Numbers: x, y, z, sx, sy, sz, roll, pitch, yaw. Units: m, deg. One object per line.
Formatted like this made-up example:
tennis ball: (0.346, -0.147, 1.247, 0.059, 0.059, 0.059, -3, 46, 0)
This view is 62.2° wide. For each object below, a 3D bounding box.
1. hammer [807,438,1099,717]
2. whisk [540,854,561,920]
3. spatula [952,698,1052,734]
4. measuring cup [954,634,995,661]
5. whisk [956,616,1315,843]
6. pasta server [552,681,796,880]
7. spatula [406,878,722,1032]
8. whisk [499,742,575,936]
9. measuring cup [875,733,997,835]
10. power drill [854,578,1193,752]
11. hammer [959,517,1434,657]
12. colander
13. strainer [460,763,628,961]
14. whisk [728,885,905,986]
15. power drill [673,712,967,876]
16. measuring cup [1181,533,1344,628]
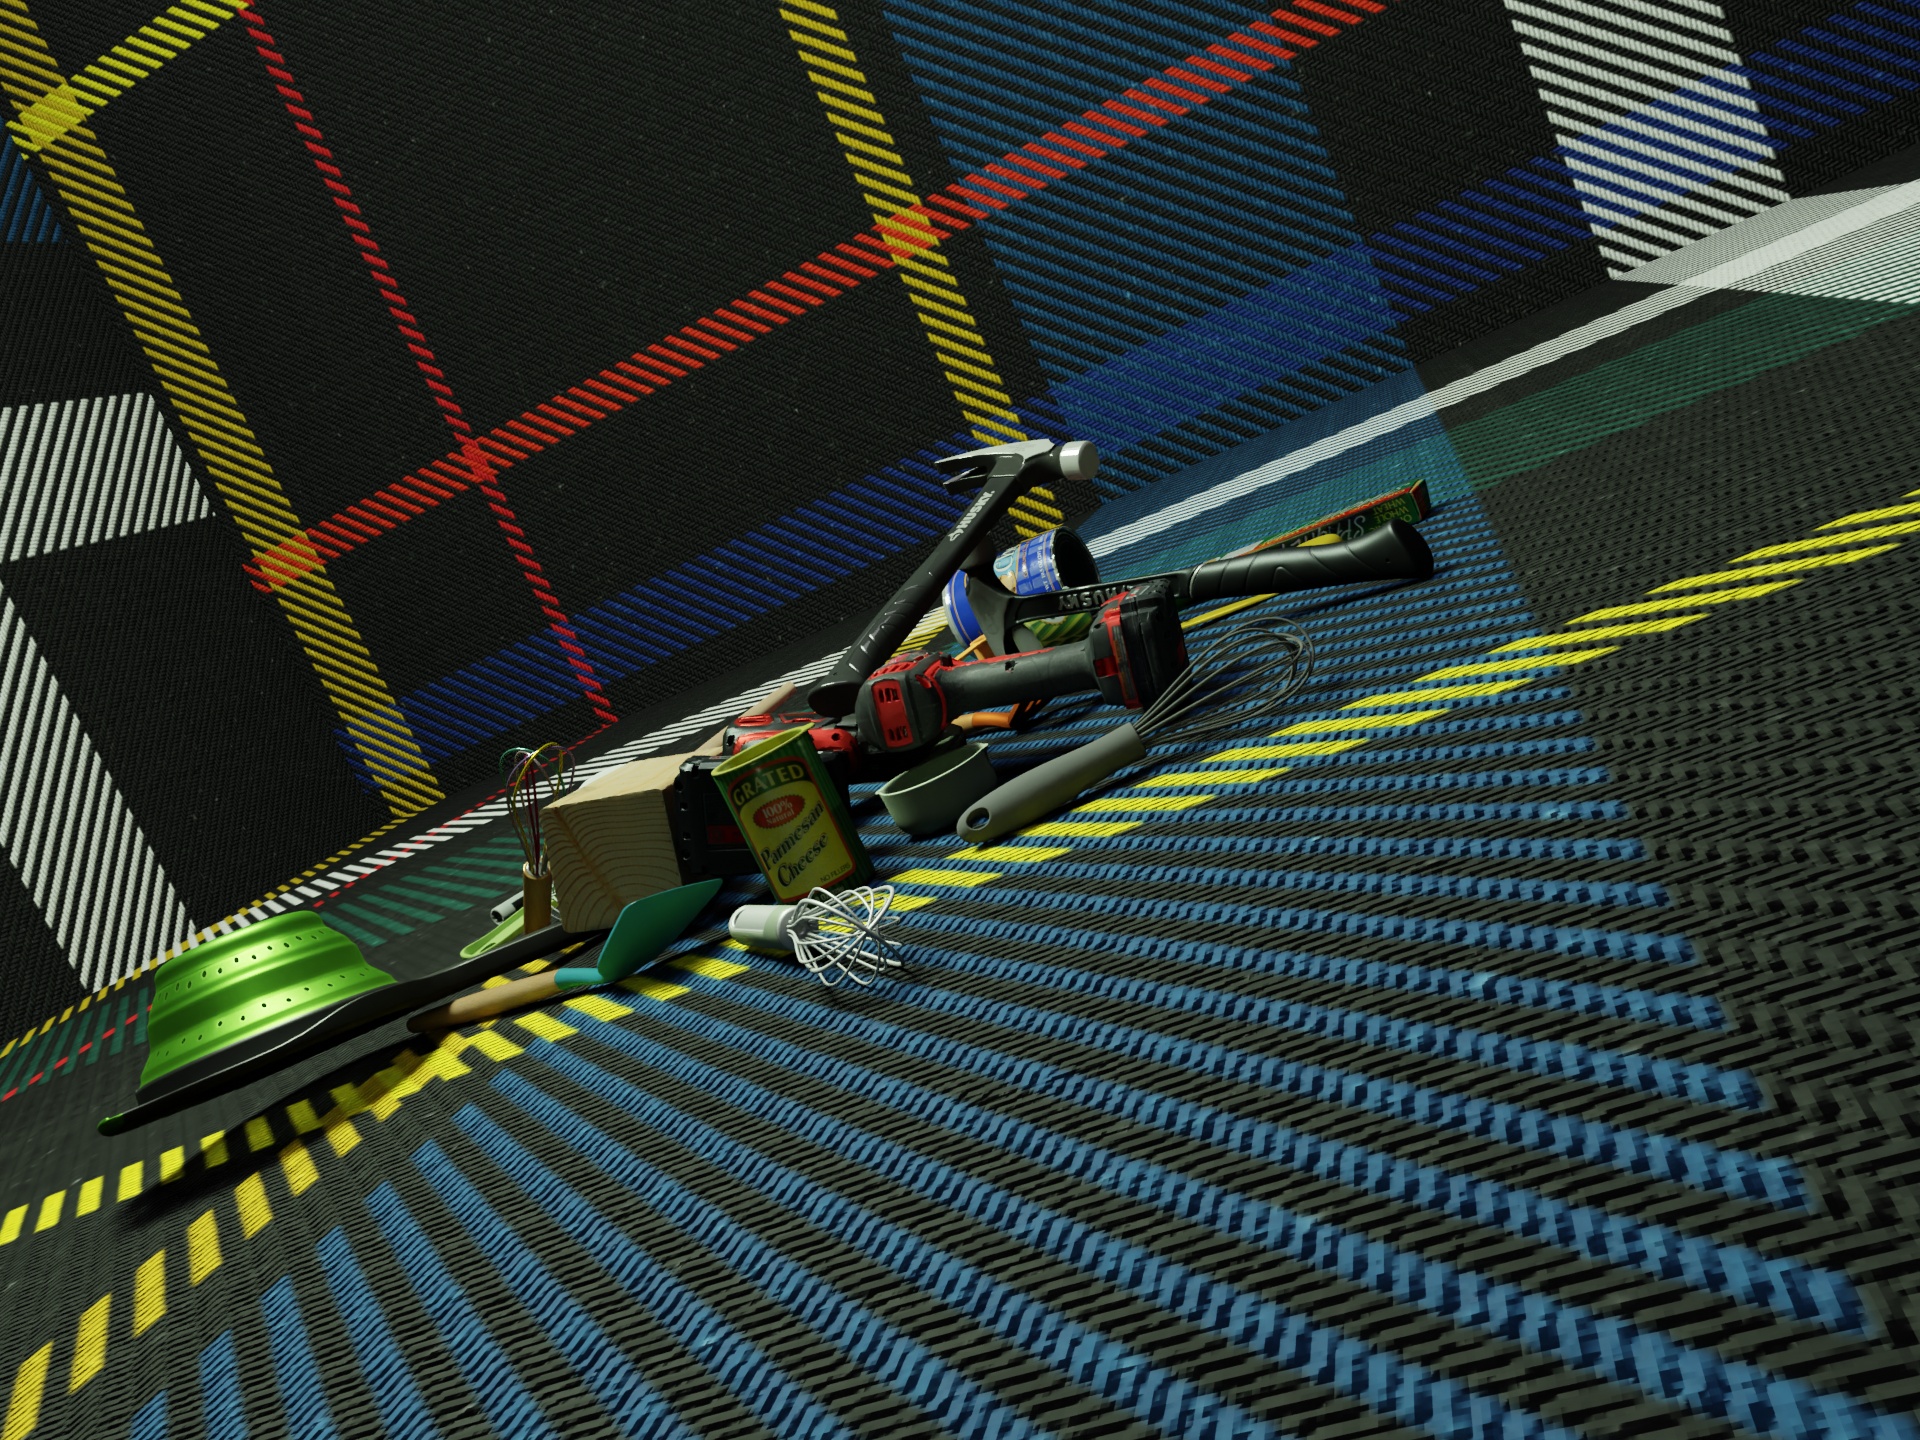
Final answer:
hammer: (-0.023, -0.120, 1.267, 0.146, 0.035, 0.335, 3, 43, 37)
whisk: (-0.224, 0.084, 1.333, 0.284, 0.070, 0.070, -28, 9, -24)
spatula: (-0.002, -0.004, 1.325, 0.081, 0.041, 0.322, -32, 10, -35)
measuring cup: (0.032, -0.052, 1.466, 0.173, 0.052, 0.095, -36, 8, -39)
whisk: (0.102, 0.009, 0.945, 0.239, 0.055, 0.055, -29, 9, 0)
pasta server: (-0.267, 0.061, 1.513, 0.316, 0.040, 0.060, -41, 18, -30)
spatula: (-0.286, 0.170, 1.080, 0.317, 0.044, 0.082, -21, -6, 36)
whisk: (-0.320, 0.100, 1.192, 0.051, 0.244, 0.047, 8, 48, -8)
measuring cup: (-0.008, 0.040, 1.097, 0.083, 0.038, 0.167, -24, 7, 9)
power drill: (0.045, -0.034, 1.104, 0.219, 0.078, 0.143, -12, 8, 13)
hammer: (0.169, -0.100, 1.234, 0.409, 0.149, 0.036, -5, 21, 42)
colander: (-0.416, 0.167, 1.134, 0.397, 0.094, 0.204, -21, -5, -31)
strainer: (-0.332, 0.109, 1.367, 0.152, 0.069, 0.256, 15, 45, 44)
whisk: (-0.087, 0.113, 0.864, 0.058, 0.059, 0.246, -58, 16, -18)
power drill: (-0.098, 0.040, 1.152, 0.188, 0.080, 0.227, -2, 12, 7)
measuring cup: (0.245, -0.114, 1.312, 0.156, 0.029, 0.062, -22, 9, 12)
